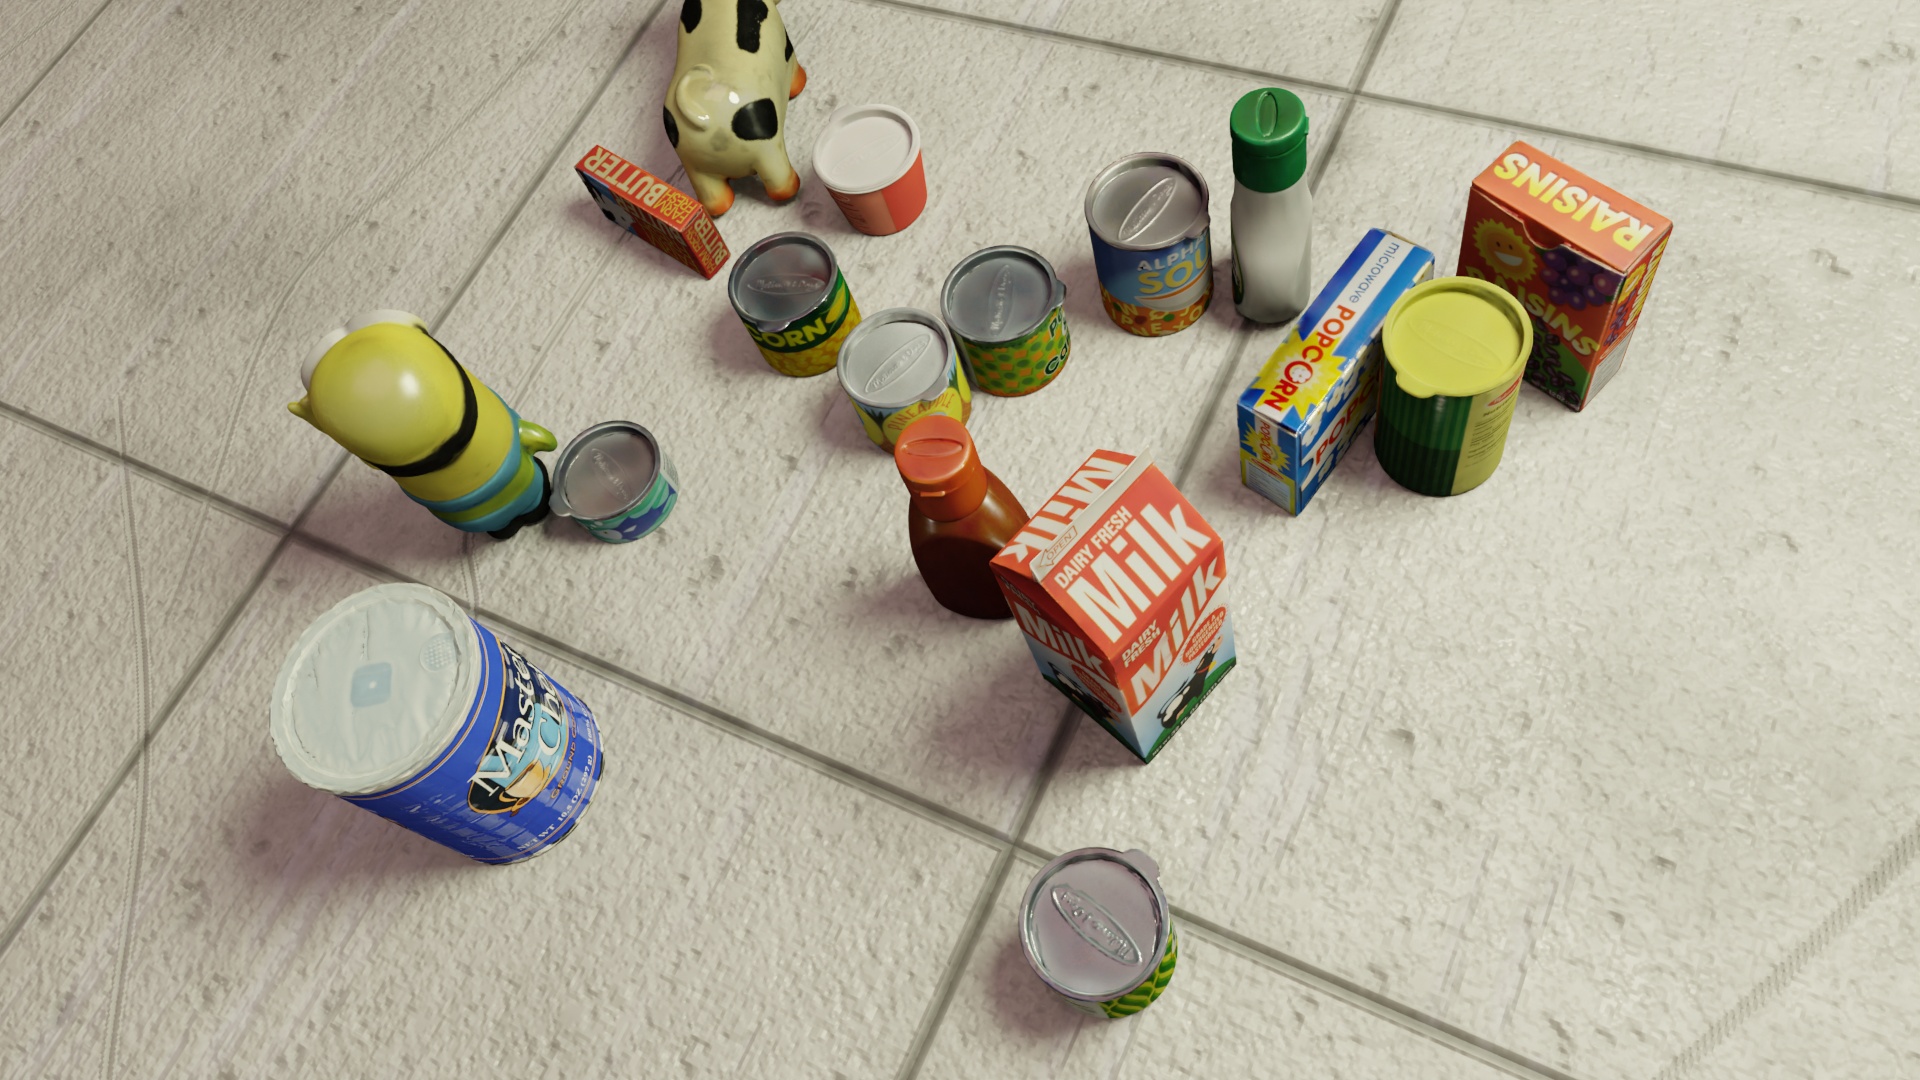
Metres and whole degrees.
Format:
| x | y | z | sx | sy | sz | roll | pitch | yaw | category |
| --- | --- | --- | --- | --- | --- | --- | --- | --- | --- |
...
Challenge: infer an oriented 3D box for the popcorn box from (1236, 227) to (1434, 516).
| x | y | z | sx | sy | sz | roll | pitch | yaw | category |
| --- | --- | --- | --- | --- | --- | --- | --- | --- | --- |
| 0.193 | -0.086 | 0.715 | 0.038 | 0.085 | 0.127 | 32 | 75 | 25 | popcorn box |

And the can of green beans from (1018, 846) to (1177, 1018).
| x | y | z | sx | sy | sz | roll | pitch | yaw | category |
| --- | --- | --- | --- | --- | --- | --- | --- | --- | --- |
| 0.063 | 0.178 | 0.626 | 0.071 | 0.057 | 0.071 | -5 | 63 | 10 | can of green beans |

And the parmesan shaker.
| x | y | z | sx | sy | sz | roll | pitch | yaw | category |
| --- | --- | --- | --- | --- | --- | --- | --- | --- | --- |
| 0.238 | -0.071 | 0.687 | 0.071 | 0.102 | 0.071 | -5 | 63 | 11 | parmesan shaker |

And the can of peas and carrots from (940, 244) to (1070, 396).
| x | y | z | sx | sy | sz | roll | pitch | yaw | category |
| --- | --- | --- | --- | --- | --- | --- | --- | --- | --- |
| 0.029 | -0.124 | 0.787 | 0.071 | 0.058 | 0.071 | -5 | 63 | 10 | can of peas and carrots |

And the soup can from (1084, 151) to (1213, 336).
| x | y | z | sx | sy | sz | roll | pitch | yaw | category |
| --- | --- | --- | --- | --- | --- | --- | --- | --- | --- |
| 0.109 | -0.162 | 0.774 | 0.071 | 0.083 | 0.071 | -5 | 63 | 10 | soup can |

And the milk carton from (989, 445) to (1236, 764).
| x | y | z | sx | sy | sz | roll | pitch | yaw | category |
| --- | --- | --- | --- | --- | --- | --- | --- | --- | --- |
| 0.071 | 0.027 | 0.625 | 0.073 | 0.190 | 0.072 | 39 | 78 | 26 | milk carton |

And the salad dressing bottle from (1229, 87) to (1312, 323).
| x | y | z | sx | sy | sz | roll | pitch | yaw | category |
| --- | --- | --- | --- | --- | --- | --- | --- | --- | --- |
| 0.163 | -0.174 | 0.731 | 0.044 | 0.147 | 0.064 | 2 | 64 | 14 | salad dressing bottle |

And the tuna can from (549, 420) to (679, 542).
| x | y | z | sx | sy | sz | roll | pitch | yaw | category |
| --- | --- | --- | --- | --- | --- | --- | --- | --- | --- |
| -0.202 | -0.032 | 0.808 | 0.071 | 0.032 | 0.071 | -5 | 63 | 10 | tuna can |

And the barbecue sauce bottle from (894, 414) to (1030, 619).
| x | y | z | sx | sy | sz | roll | pitch | yaw | category |
| --- | --- | --- | --- | --- | --- | --- | --- | --- | --- |
| 0.002 | -0.009 | 0.683 | 0.065 | 0.148 | 0.044 | 0 | 64 | 13 | barbecue sauce bottle |

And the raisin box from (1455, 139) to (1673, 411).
| x | y | z | sx | sy | sz | roll | pitch | yaw | category |
| --- | --- | --- | --- | --- | --- | --- | --- | --- | --- |
| 0.293 | -0.129 | 0.692 | 0.040 | 0.123 | 0.086 | -43 | 63 | -10 | raisin box |

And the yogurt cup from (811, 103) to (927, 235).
| x | y | z | sx | sy | sz | roll | pitch | yaw | category |
| --- | --- | --- | --- | --- | --- | --- | --- | --- | --- |
| -0.053 | -0.227 | 0.861 | 0.072 | 0.053 | 0.072 | -5 | 63 | 10 | yogurt cup |

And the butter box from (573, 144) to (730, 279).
| x | y | z | sx | sy | sz | roll | pitch | yaw | category |
| --- | --- | --- | --- | --- | --- | --- | --- | --- | --- |
| -0.196 | -0.209 | 0.886 | 0.103 | 0.053 | 0.024 | 33 | 75 | 25 | butter box |

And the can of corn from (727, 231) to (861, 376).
| x | y | z | sx | sy | sz | roll | pitch | yaw | category |
| --- | --- | --- | --- | --- | --- | --- | --- | --- | --- |
| -0.097 | -0.137 | 0.823 | 0.071 | 0.058 | 0.071 | -5 | 63 | 10 | can of corn |

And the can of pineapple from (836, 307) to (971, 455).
| x | y | z | sx | sy | sz | roll | pitch | yaw | category |
| --- | --- | --- | --- | --- | --- | --- | --- | --- | --- |
| -0.030 | -0.087 | 0.782 | 0.071 | 0.057 | 0.071 | -5 | 63 | 10 | can of pineapple |
